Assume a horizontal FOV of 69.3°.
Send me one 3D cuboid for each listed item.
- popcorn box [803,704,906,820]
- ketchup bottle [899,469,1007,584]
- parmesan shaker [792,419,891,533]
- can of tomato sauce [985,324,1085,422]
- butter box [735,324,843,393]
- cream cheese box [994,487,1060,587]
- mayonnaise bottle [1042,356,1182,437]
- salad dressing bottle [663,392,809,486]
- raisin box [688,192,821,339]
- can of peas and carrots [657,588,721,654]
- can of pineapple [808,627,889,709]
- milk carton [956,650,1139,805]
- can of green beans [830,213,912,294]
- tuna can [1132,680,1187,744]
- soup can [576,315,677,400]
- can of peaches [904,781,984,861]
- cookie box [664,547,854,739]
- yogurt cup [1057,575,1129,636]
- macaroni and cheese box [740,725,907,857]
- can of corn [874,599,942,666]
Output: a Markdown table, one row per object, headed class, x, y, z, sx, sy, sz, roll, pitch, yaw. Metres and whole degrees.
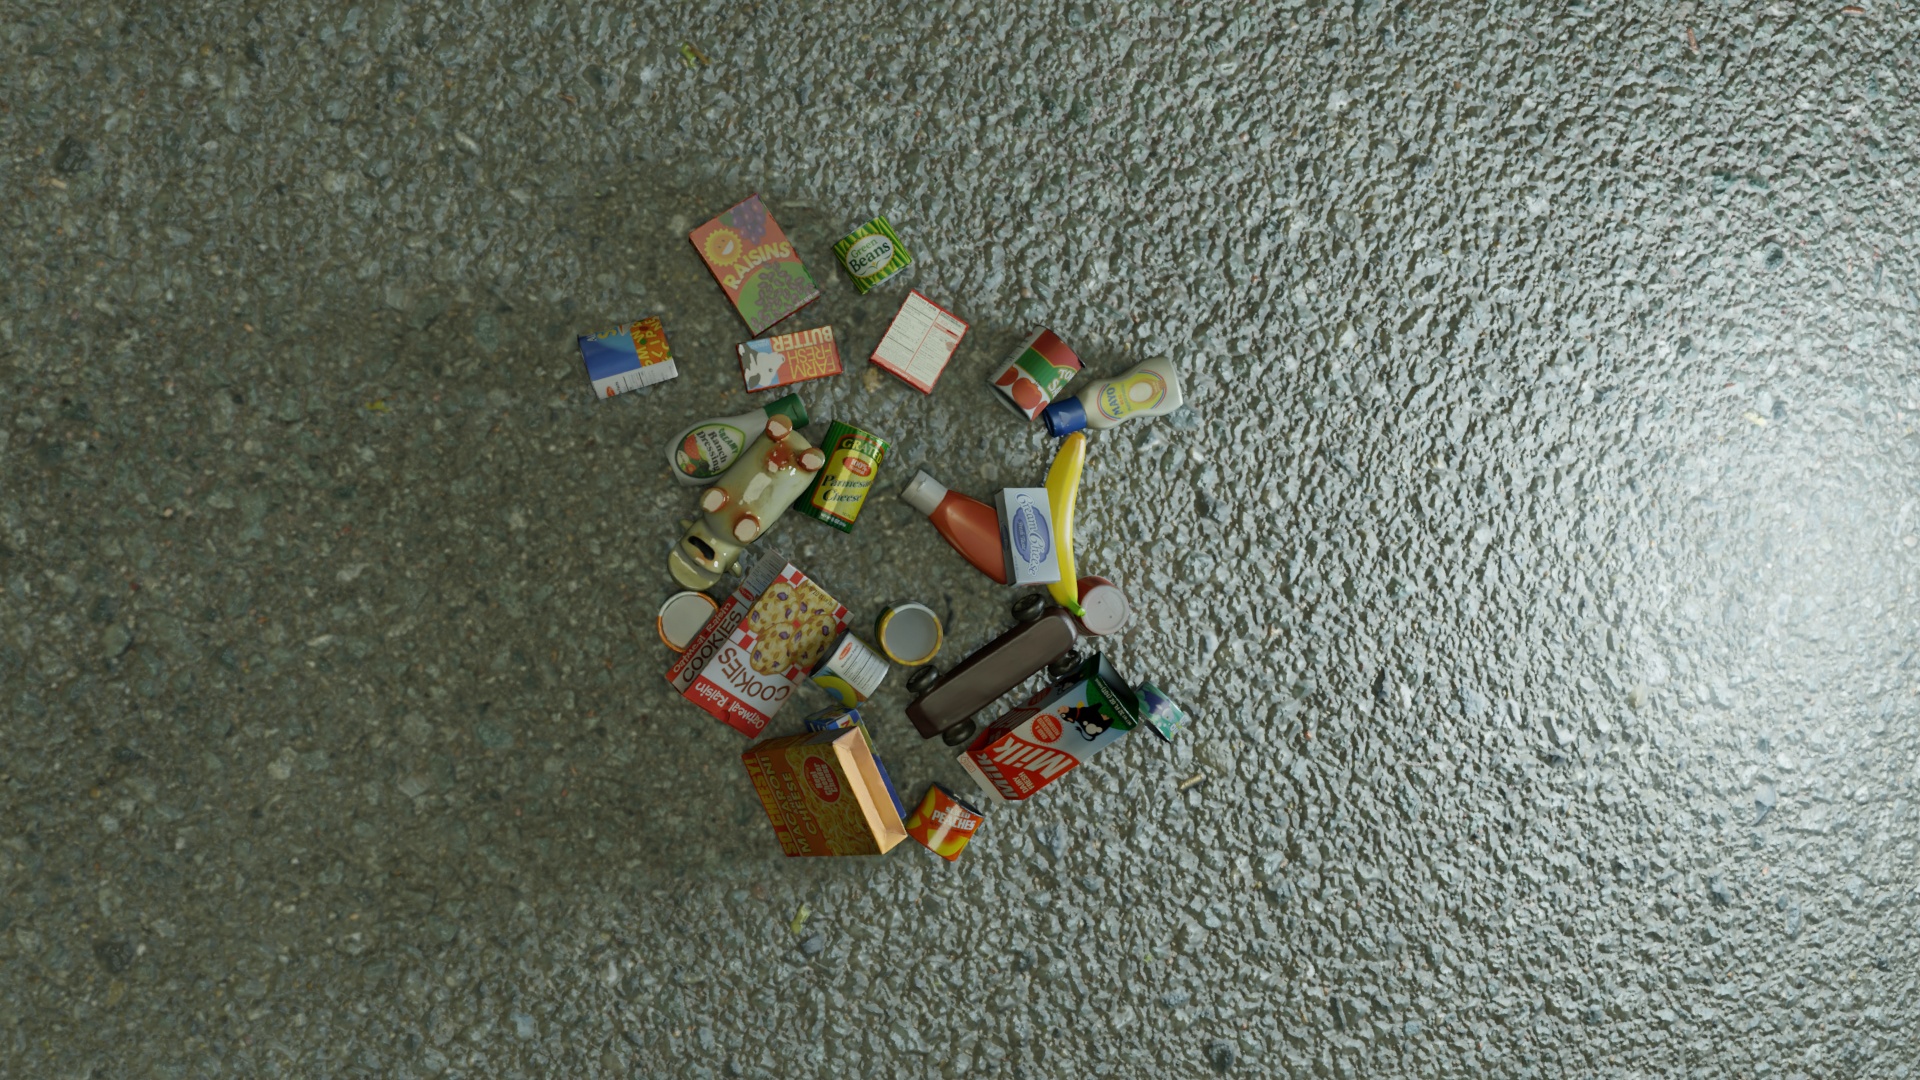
| class | x | y | z | sx | sy | sz | roll | pitch | yaw |
| --- | --- | --- | --- | --- | --- | --- | --- | --- | --- |
| popcorn box | -0.110 | 0.236 | 1.441 | 0.038 | 0.085 | 0.126 | -27 | 96 | -21 |
| ketchup bottle | 0.005 | -0.019 | 1.478 | 0.149 | 0.043 | 0.065 | 36 | 78 | -9 |
| parmesan shaker | -0.122 | -0.065 | 1.444 | 0.071 | 0.071 | 0.103 | 24 | 88 | -10 |
| can of tomato sauce | 0.079 | -0.176 | 1.475 | 0.071 | 0.071 | 0.083 | 43 | 85 | -9 |
| butter box | -0.179 | -0.189 | 1.451 | 0.104 | 0.024 | 0.053 | -13 | 93 | -10 |
| cream cheese box | 0.071 | -0.004 | 1.460 | 0.053 | 0.024 | 0.104 | -2 | 75 | -23 |
| mayonnaise bottle | 0.163 | -0.150 | 1.504 | 0.148 | 0.041 | 0.064 | -19 | 97 | -10 |
| salad dressing bottle | -0.230 | -0.107 | 1.434 | 0.148 | 0.044 | 0.064 | -26 | 98 | -9 |
| raisin box | -0.212 | -0.284 | 1.436 | 0.086 | 0.040 | 0.123 | -34 | 98 | -7 |
| can of peas and carrots | -0.275 | 0.084 | 1.424 | 0.071 | 0.059 | 0.071 | 0 | 92 | -9 |
| can of pineapple | -0.116 | 0.135 | 1.451 | 0.058 | 0.071 | 0.071 | 40 | 85 | -9 |
| milk carton | 0.091 | 0.206 | 1.469 | 0.190 | 0.074 | 0.072 | -36 | 97 | 15 |
| can of green beans | -0.092 | -0.297 | 1.442 | 0.071 | 0.071 | 0.057 | -34 | 97 | -7 |
| tuna can | 0.214 | 0.187 | 1.508 | 0.033 | 0.071 | 0.071 | -45 | 98 | -6 |
| soup can | -0.337 | -0.188 | 1.403 | 0.084 | 0.071 | 0.071 | -19 | 95 | -9 |
| can of peaches | -0.017 | 0.298 | 1.469 | 0.071 | 0.071 | 0.058 | 35 | 87 | -9 |
| cookie box | -0.202 | 0.107 | 1.413 | 0.167 | 0.040 | 0.122 | -51 | 138 | -5 |
| yogurt cup | 0.148 | 0.073 | 1.501 | 0.072 | 0.054 | 0.072 | 0 | 92 | -11 |
| macaroni and cheese box | -0.140 | 0.256 | 1.403 | 0.040 | 0.166 | 0.123 | -28 | 98 | -41 |
| can of corn | -0.055 | 0.099 | 1.463 | 0.071 | 0.058 | 0.071 | 0 | 92 | -10 |
